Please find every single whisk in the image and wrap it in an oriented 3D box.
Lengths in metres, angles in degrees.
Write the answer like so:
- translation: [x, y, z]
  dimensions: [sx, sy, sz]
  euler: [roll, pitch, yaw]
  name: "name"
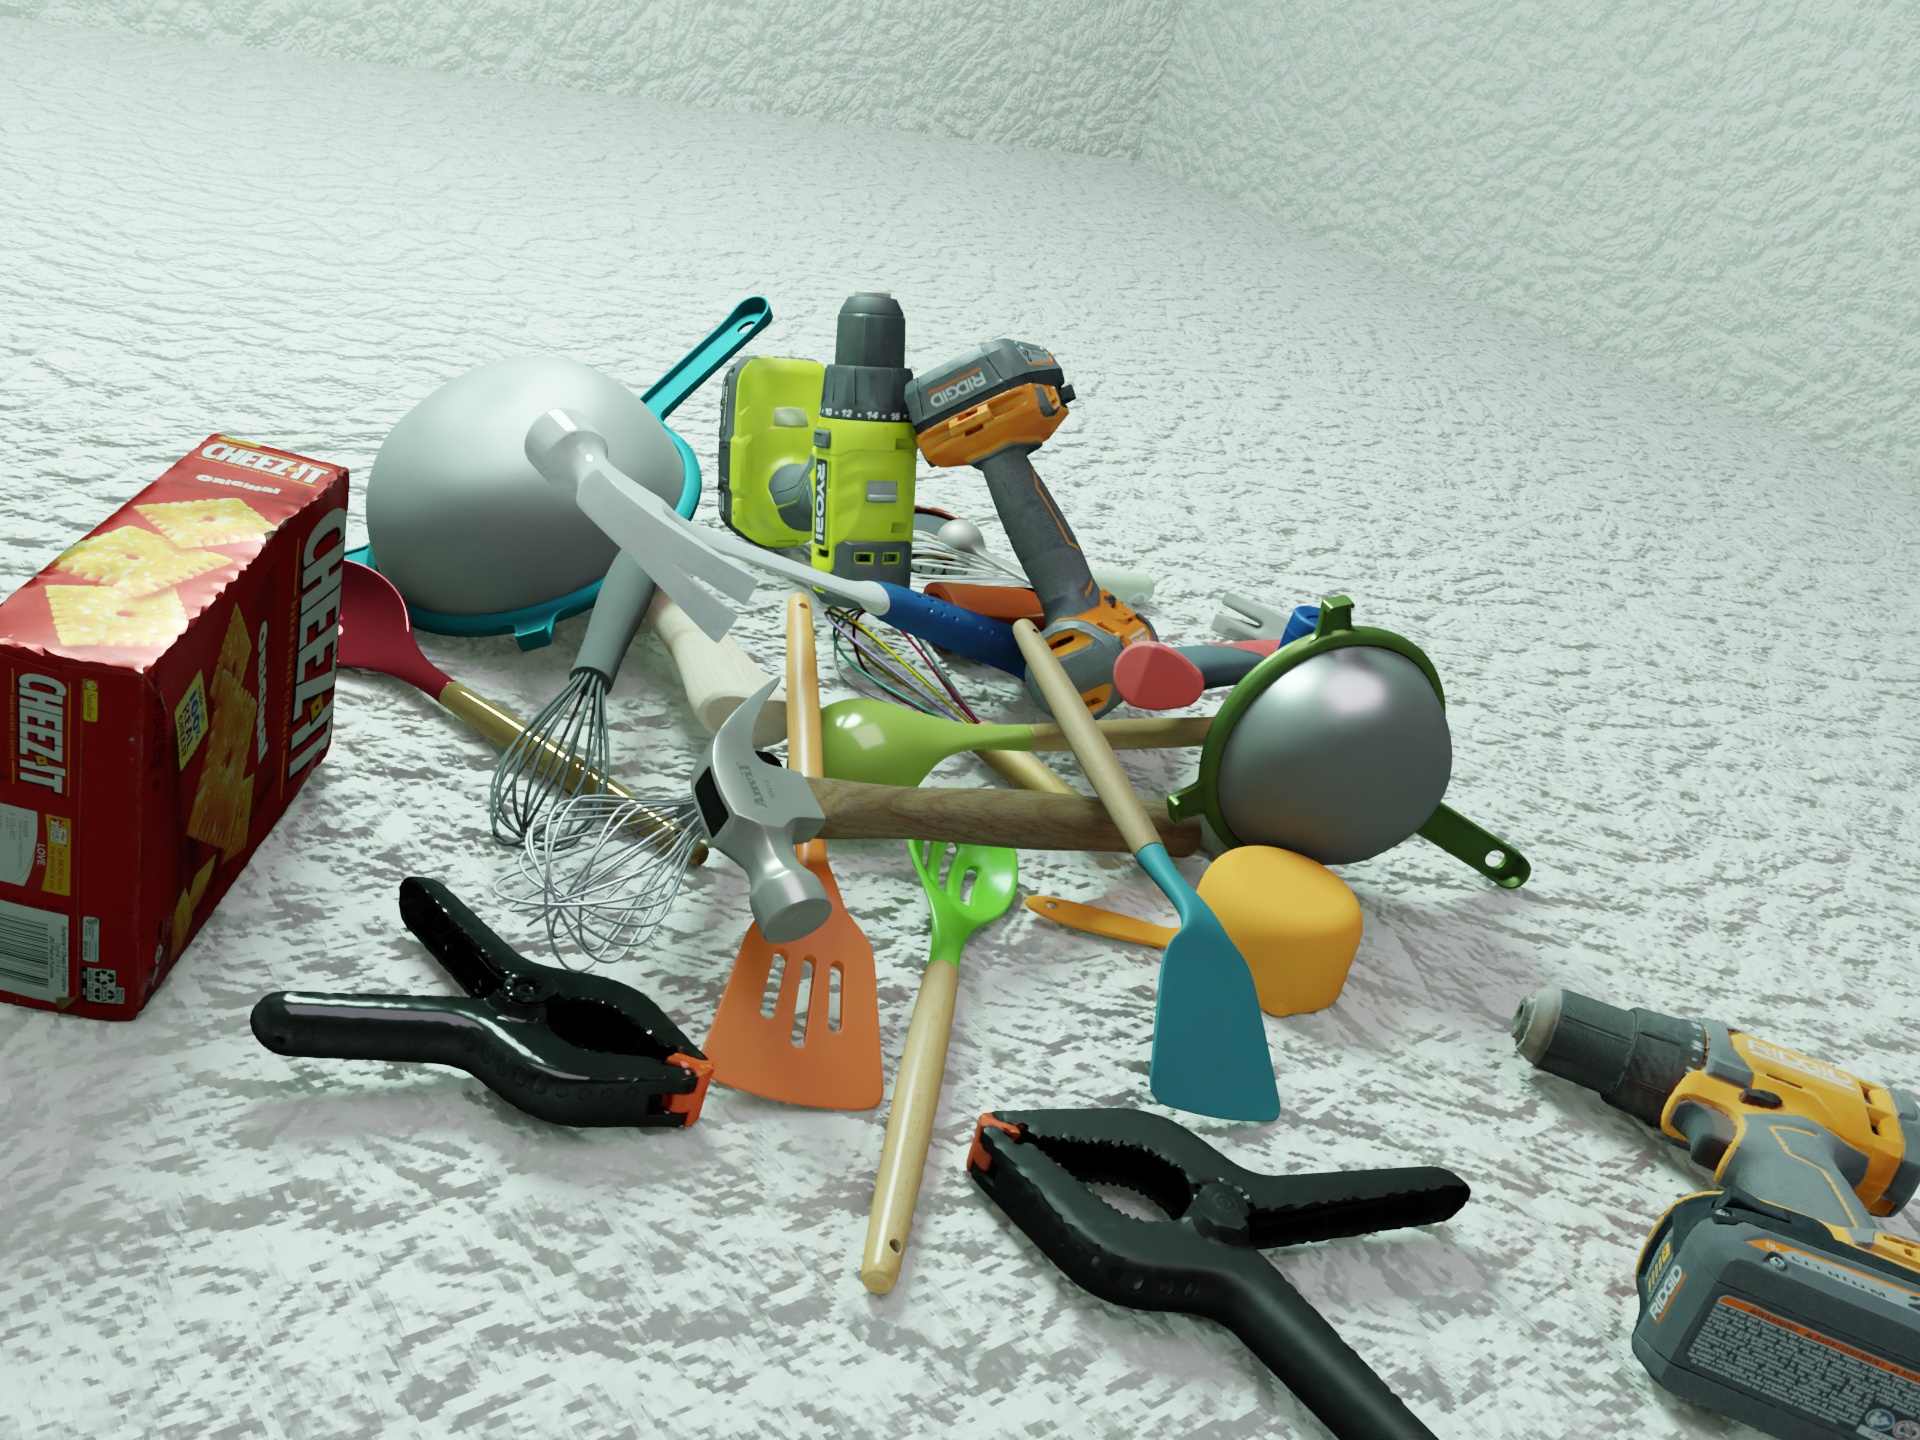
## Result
- translation: [-0.130, 0.047, 0.735]
  dimensions: [0.070, 0.070, 0.284]
  euler: [18, 12, 7]
  name: "whisk"
- translation: [-0.001, -0.002, 0.957]
  dimensions: [0.051, 0.047, 0.245]
  euler: [-25, 50, -35]
  name: "whisk"
- translation: [0.041, -0.104, 1.161]
  dimensions: [0.246, 0.057, 0.059]
  euler: [2, 64, -31]
  name: "whisk"
- translation: [-0.190, -0.023, 0.824]
  dimensions: [0.055, 0.055, 0.239]
  euler: [12, 44, -4]
  name: "whisk"

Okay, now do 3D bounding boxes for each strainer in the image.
- translation: [-0.234, -0.195, 0.981]
  dimensions: [0.211, 0.095, 0.340]
  euler: [19, 54, 30]
  name: "strainer"
- translation: [0.249, 0.052, 0.880]
  dimensions: [0.256, 0.151, 0.069]
  euler: [29, 15, -30]
  name: "strainer"

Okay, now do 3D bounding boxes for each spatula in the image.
- translation: [0.077, 0.056, 0.799]
  dimensions: [0.082, 0.044, 0.318]
  euler: [17, 32, -34]
  name: "spatula"
- translation: [-0.078, 0.041, 0.768]
  dimensions: [0.081, 0.041, 0.323]
  euler: [16, 35, -19]
  name: "spatula"

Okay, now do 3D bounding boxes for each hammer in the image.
- translation: [-0.192, -0.090, 0.997]
  dimensions: [0.146, 0.038, 0.411]
  euler: [-3, 28, -33]
  name: "hammer"
- translation: [0.009, 0.046, 0.785]
  dimensions: [0.331, 0.031, 0.130]
  euler: [6, 44, -46]
  name: "hammer"
- translation: [-0.051, -0.065, 0.875]
  dimensions: [0.144, 0.035, 0.405]
  euler: [44, 15, 30]
  name: "hammer"
- translation: [0.171, -0.044, 1.019]
  dimensions: [0.143, 0.038, 0.386]
  euler: [27, 15, 24]
  name: "hammer"

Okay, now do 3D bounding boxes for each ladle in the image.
- translation: [0.058, 0.018, 0.896]
  dimensions: [0.320, 0.062, 0.078]
  euler: [-2, 45, -23]
  name: "ladle"
- translation: [-0.254, -0.004, 0.848]
  dimensions: [0.316, 0.031, 0.069]
  euler: [30, 52, 22]
  name: "ladle"

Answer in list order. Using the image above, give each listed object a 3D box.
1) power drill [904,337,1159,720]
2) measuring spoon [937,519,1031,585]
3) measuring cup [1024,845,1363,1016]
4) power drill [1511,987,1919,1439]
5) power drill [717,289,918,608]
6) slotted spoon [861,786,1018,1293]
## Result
- translation: [0.057, -0.116, 0.992]
  dimensions: [0.084, 0.226, 0.164]
  euler: [-22, 2, 20]
  name: "power drill"
- translation: [0.037, -0.111, 1.099]
  dimensions: [0.124, 0.018, 0.034]
  euler: [30, 25, 25]
  name: "measuring spoon"
- translation: [0.122, 0.094, 0.817]
  dimensions: [0.173, 0.052, 0.095]
  euler: [13, 27, -7]
  name: "measuring cup"
- translation: [0.336, 0.201, 0.698]
  dimensions: [0.185, 0.084, 0.226]
  euler: [21, 24, 12]
  name: "power drill"
- translation: [-0.091, -0.185, 1.054]
  dimensions: [0.080, 0.190, 0.229]
  euler: [-3, 14, -25]
  name: "power drill"
- translation: [-0.013, 0.128, 0.714]
  dimensions: [0.070, 0.031, 0.314]
  euler: [39, 27, -14]
  name: "slotted spoon"
